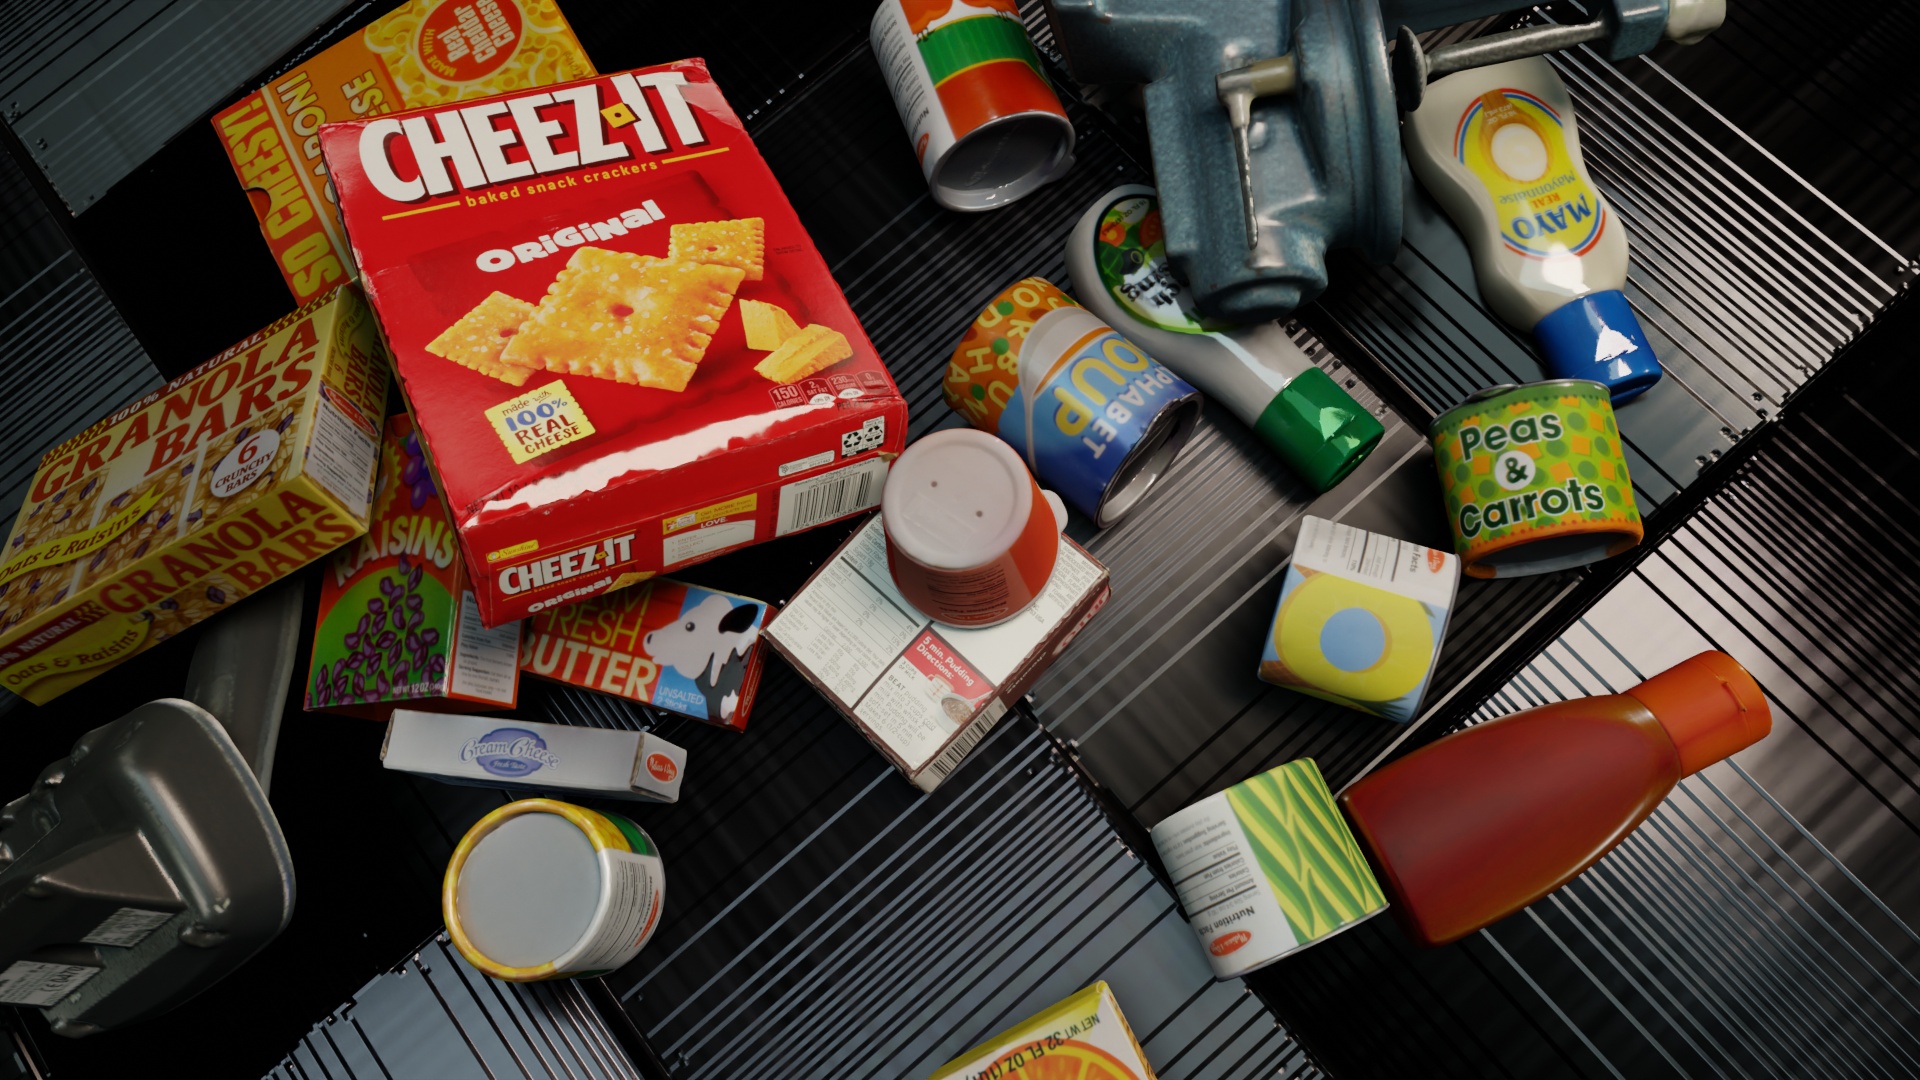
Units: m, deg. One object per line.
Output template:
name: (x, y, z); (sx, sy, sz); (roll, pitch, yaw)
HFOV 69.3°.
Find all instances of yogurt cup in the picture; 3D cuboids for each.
yogurt cup: (0.002, -0.006, 0.513); (0.072, 0.053, 0.072); (-2, 71, 7)

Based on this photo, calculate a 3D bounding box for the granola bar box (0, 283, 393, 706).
granola bar box: (-0.313, -0.021, 0.569); (0.165, 0.039, 0.125); (-26, 45, 10)

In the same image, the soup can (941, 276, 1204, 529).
soup can: (0.045, -0.057, 0.553); (0.084, 0.071, 0.071); (40, 83, 16)

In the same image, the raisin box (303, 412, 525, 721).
raisin box: (-0.220, 0.009, 0.572); (0.086, 0.040, 0.123); (-8, 71, 30)

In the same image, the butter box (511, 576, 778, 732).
butter box: (-0.131, 0.041, 0.572); (0.103, 0.024, 0.053); (12, 76, 11)

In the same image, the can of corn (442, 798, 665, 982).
can of corn: (-0.157, 0.133, 0.531); (0.071, 0.058, 0.071); (-2, 74, 7)

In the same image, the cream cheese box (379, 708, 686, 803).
cream cheese box: (-0.167, 0.086, 0.549); (0.104, 0.053, 0.024); (4, 73, 9)

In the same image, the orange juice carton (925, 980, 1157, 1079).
orange juice carton: (0.062, 0.252, 0.459); (0.072, 0.073, 0.193); (-28, 73, -1)

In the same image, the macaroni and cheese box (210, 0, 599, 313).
macaroni and cheese box: (-0.247, -0.186, 0.646); (0.166, 0.040, 0.124); (-31, 72, -2)

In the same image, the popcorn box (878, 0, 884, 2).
popcorn box: (-0.038, -0.308, 0.654); (0.127, 0.038, 0.085); (35, 80, 16)

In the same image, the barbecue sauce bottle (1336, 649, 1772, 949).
barbecue sauce bottle: (0.216, 0.088, 0.502); (0.148, 0.043, 0.065); (-26, 73, -1)

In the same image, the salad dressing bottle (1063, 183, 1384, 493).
salad dressing bottle: (0.107, -0.082, 0.566); (0.064, 0.044, 0.148); (-40, 73, -11)

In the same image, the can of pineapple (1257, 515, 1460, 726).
can of pineapple: (0.147, 0.031, 0.517); (0.058, 0.071, 0.071); (17, 77, 13)

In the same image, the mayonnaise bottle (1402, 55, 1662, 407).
mayonnaise bottle: (0.234, -0.124, 0.562); (0.065, 0.041, 0.148); (-19, 72, 4)

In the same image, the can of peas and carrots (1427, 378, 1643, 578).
can of peas and carrots: (0.214, -0.022, 0.520); (0.071, 0.071, 0.059); (-8, 74, 6)

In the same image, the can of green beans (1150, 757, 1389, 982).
can of green beans: (0.109, 0.117, 0.496); (0.071, 0.071, 0.058); (-24, 72, 0)

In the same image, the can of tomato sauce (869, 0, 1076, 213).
can of tomato sauce: (0.006, -0.196, 0.602); (0.071, 0.071, 0.083); (-21, 72, 1)
